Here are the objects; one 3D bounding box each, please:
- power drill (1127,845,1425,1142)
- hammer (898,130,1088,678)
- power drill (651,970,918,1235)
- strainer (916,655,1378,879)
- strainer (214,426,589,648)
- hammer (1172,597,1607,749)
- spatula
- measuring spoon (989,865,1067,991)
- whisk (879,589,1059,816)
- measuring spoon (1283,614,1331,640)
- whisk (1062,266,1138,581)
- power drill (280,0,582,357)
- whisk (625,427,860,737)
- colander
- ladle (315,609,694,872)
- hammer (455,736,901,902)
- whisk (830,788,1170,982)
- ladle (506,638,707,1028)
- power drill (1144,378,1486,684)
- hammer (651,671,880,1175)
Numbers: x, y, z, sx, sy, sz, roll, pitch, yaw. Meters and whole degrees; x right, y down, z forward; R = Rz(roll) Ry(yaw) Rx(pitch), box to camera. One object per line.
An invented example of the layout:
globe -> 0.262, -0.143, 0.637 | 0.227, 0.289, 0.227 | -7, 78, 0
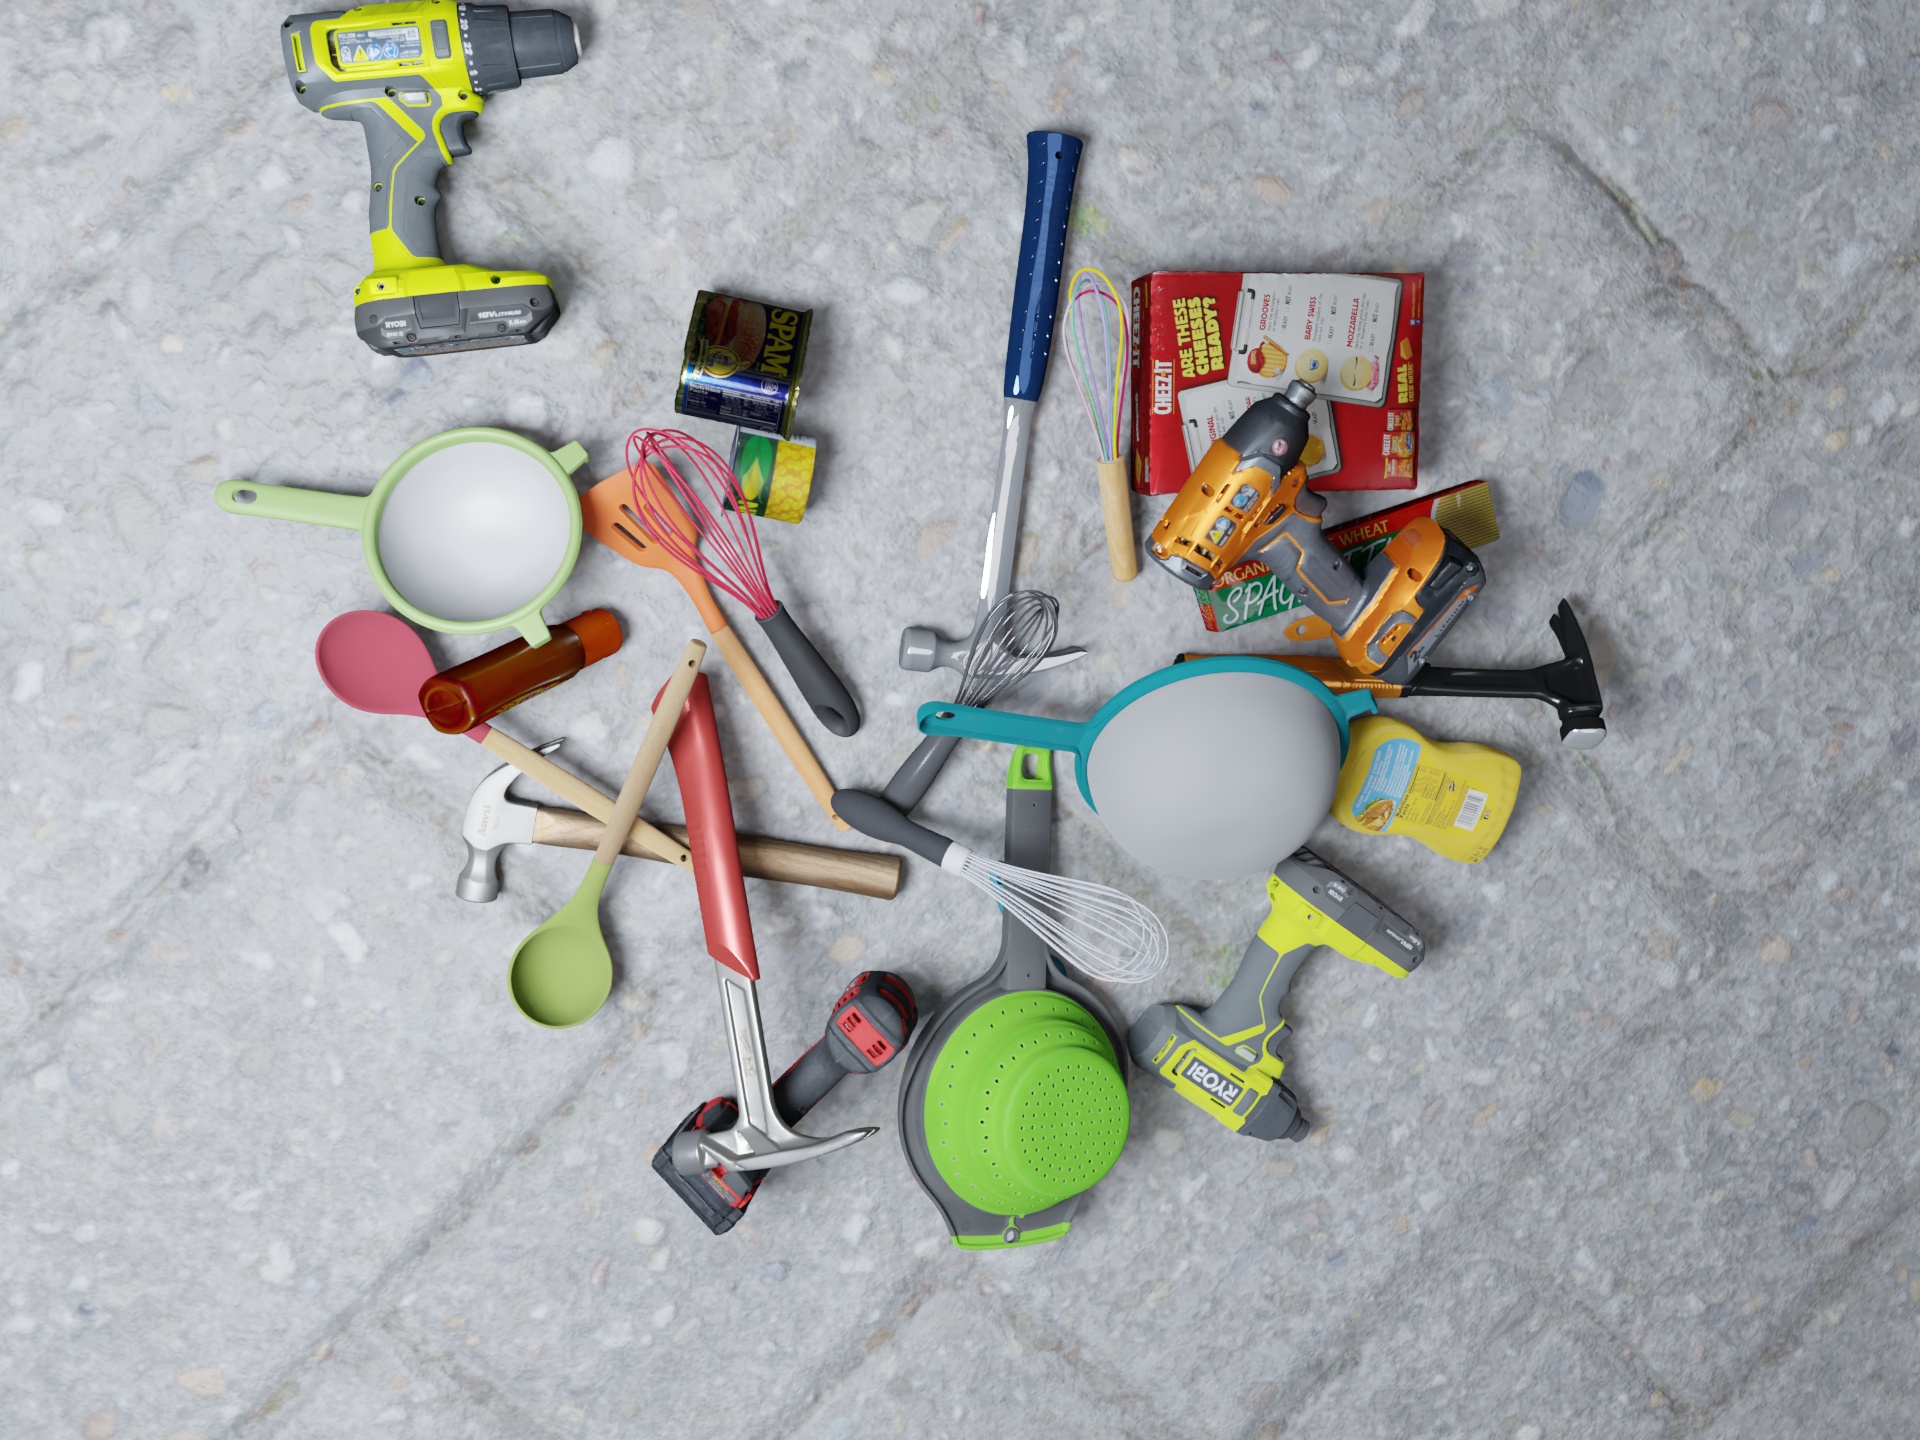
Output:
power drill -> 0.267, 0.231, 1.301 | 0.171, 0.080, 0.223 | 35, 96, -14
hammer -> 0.050, -0.230, 1.201 | 0.144, 0.035, 0.405 | 6, 99, -10
power drill -> -0.122, 0.277, 1.212 | 0.219, 0.143, 0.078 | -43, 90, 5
strainer -> 0.134, 0.047, 1.176 | 0.340, 0.095, 0.210 | 9, 136, -15
strainer -> -0.391, -0.134, 1.129 | 0.256, 0.069, 0.151 | 8, 78, 1
hammer -> 0.336, -0.040, 1.267 | 0.337, 0.034, 0.127 | 1, 59, -2
spatula -> -0.171, -0.045, 1.193 | 0.081, 0.041, 0.322 | -26, 106, 20
measuring spoon -> 0.052, 0.173, 1.277 | 0.042, 0.021, 0.128 | -24, 105, -5
whisk -> -0.002, -0.003, 1.202 | 0.055, 0.055, 0.239 | 31, 111, -13
measuring spoon -> 0.317, -0.083, 1.288 | 0.117, 0.011, 0.021 | -13, 103, -4
whisk -> 0.111, -0.214, 1.181 | 0.047, 0.051, 0.244 | 2, 122, 22
power drill -> -0.344, -0.374, 1.089 | 0.190, 0.080, 0.228 | -8, 98, -8
whisk -> -0.149, -0.093, 1.146 | 0.073, 0.073, 0.295 | -34, 125, -3
colander -> 0.065, 0.217, 1.220 | 0.204, 0.094, 0.397 | 2, 89, -26
ladle -> -0.320, 0.024, 1.152 | 0.315, 0.031, 0.069 | 35, 82, -16
hammer -> -0.208, 0.094, 1.216 | 0.331, 0.031, 0.130 | 9, 98, -12
whisk -> 0.026, 0.117, 1.185 | 0.285, 0.070, 0.070 | 26, 95, 15
ladle -> -0.245, 0.086, 1.142 | 0.078, 0.062, 0.320 | 17, 112, -25
power drill -> 0.270, -0.139, 1.170 | 0.226, 0.084, 0.164 | 26, 111, -18
hammer -> -0.161, 0.139, 1.148 | 0.149, 0.036, 0.359 | -13, 80, 14
